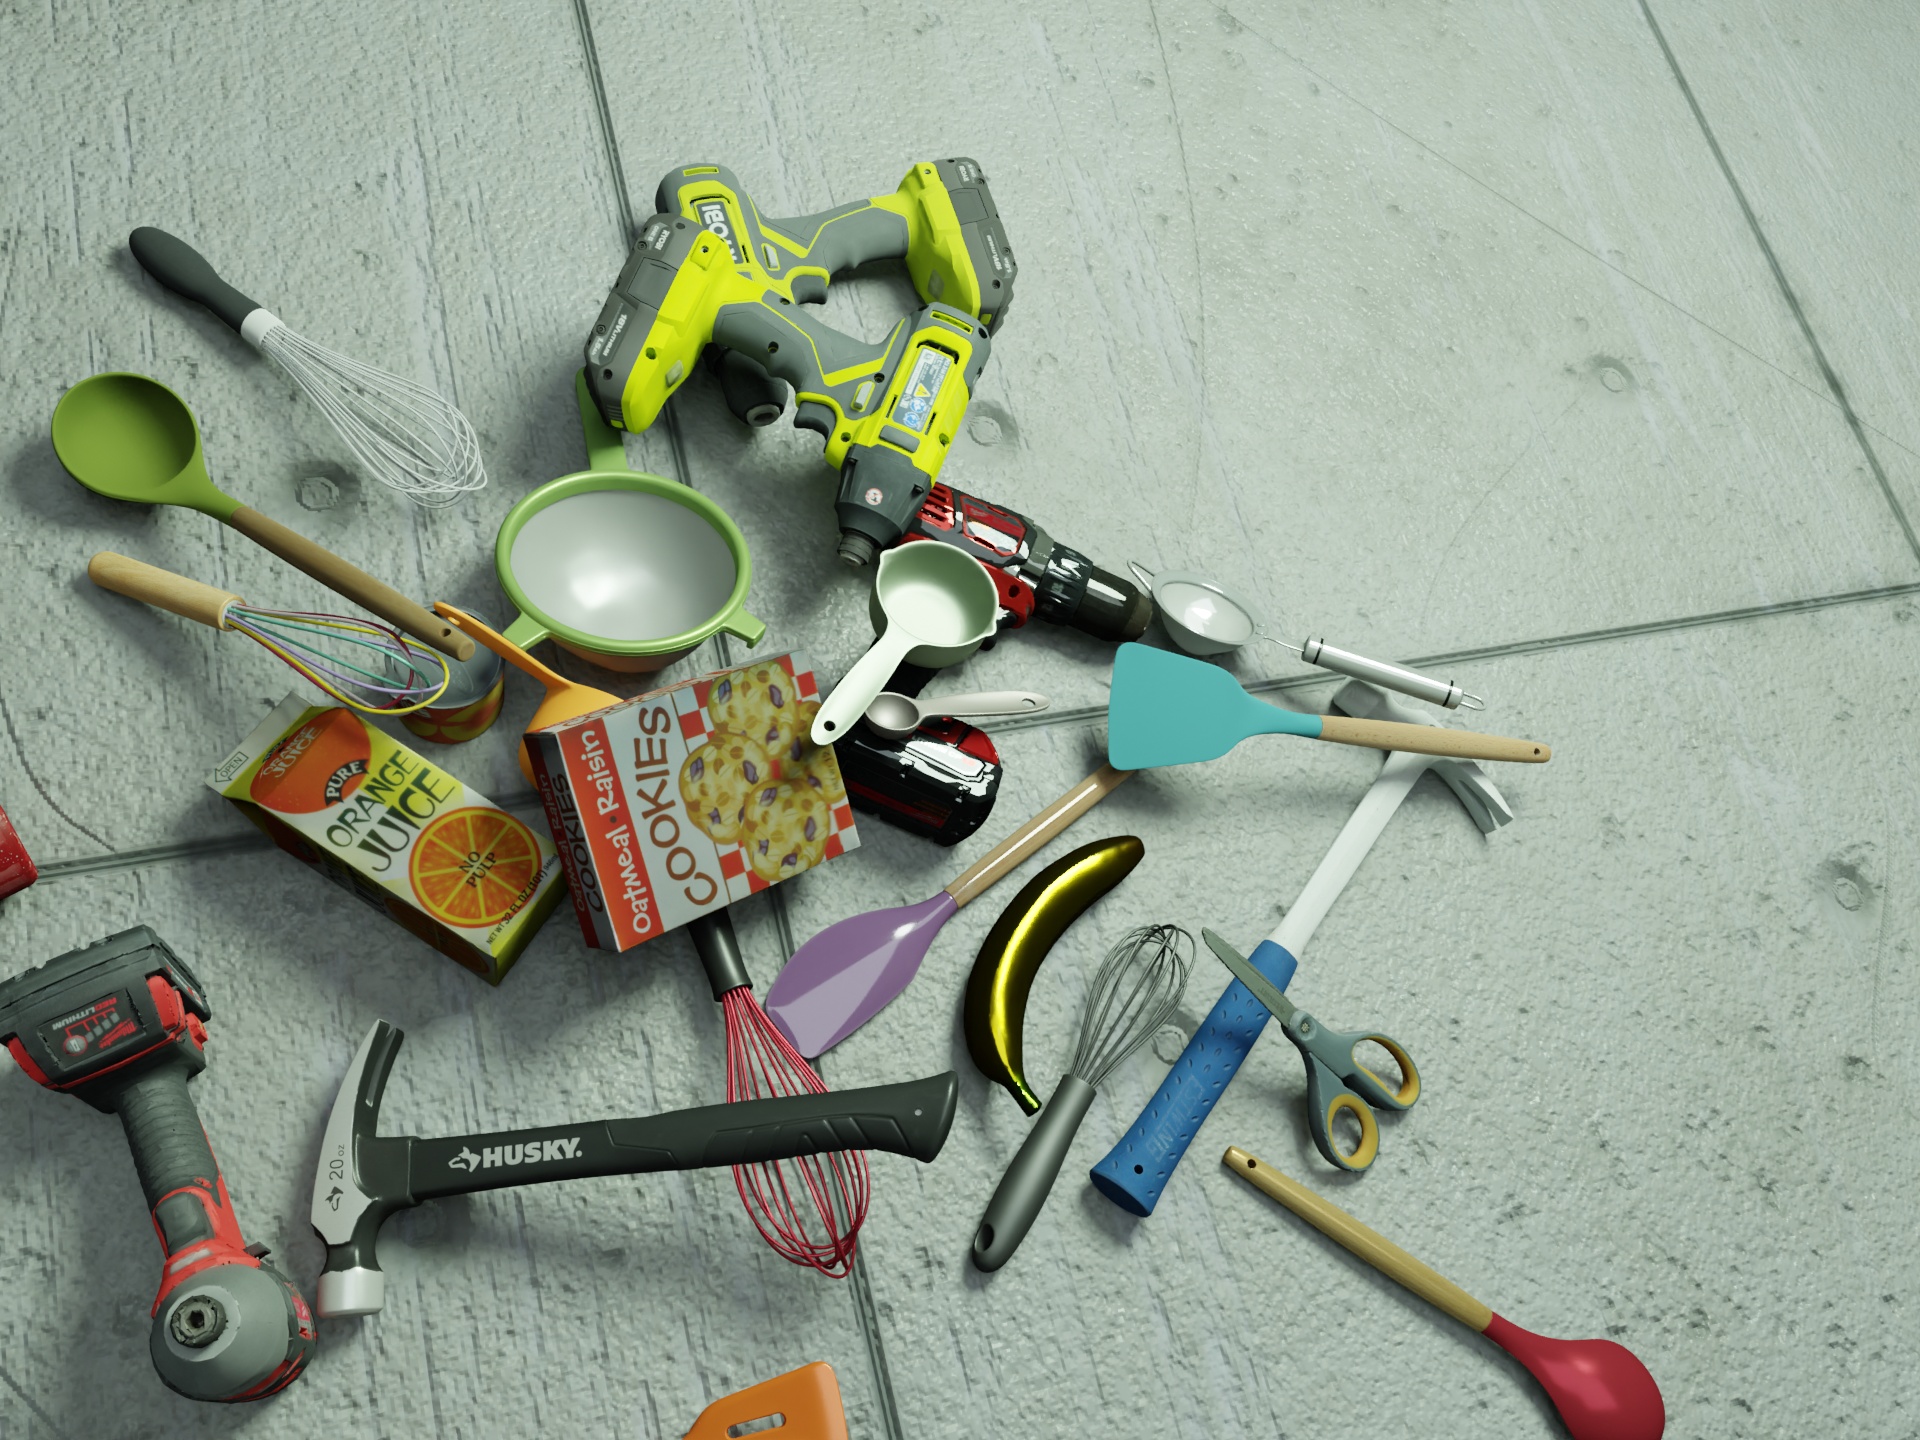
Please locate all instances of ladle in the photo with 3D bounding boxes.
[{"bbox_3d":[0.294,0.346,0.958,0.315,0.031,0.069,33,63,2],"label":"ladle"},{"bbox_3d":[-0.390,-0.112,0.888,0.320,0.062,0.078,28,59,23],"label":"ladle"}]

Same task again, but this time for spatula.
[{"bbox_3d":[0.011,0.096,0.990,0.316,0.018,0.060,-35,77,-25],"label":"spatula"},{"bbox_3d":[0.251,0.006,1.049,0.317,0.044,0.082,7,83,-19],"label":"spatula"},{"bbox_3d":[-0.217,0.385,0.789,0.322,0.041,0.081,-3,69,-16],"label":"spatula"}]

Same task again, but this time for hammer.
[{"bbox_3d":[0.215,0.144,1.016,0.144,0.035,0.405,39,63,3],"label":"hammer"},{"bbox_3d":[-0.166,0.215,0.827,0.335,0.035,0.146,-7,67,1],"label":"hammer"}]

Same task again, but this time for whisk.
[{"bbox_3d":[-0.122,0.172,0.899,0.073,0.073,0.296,-16,67,-21],"label":"whisk"},{"bbox_3d":[0.073,0.218,0.940,0.055,0.055,0.239,33,67,0],"label":"whisk"},{"bbox_3d":[-0.410,-0.226,0.994,0.284,0.070,0.070,37,63,7],"label":"whisk"},{"bbox_3d":[-0.393,-0.052,0.889,0.245,0.051,0.047,18,78,16],"label":"whisk"}]

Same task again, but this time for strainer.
[{"bbox_3d":[0.230,-0.048,1.077,0.258,0.050,0.087,19,33,7],"label":"strainer"},{"bbox_3d":[-0.220,-0.119,1.002,0.151,0.069,0.257,-4,51,-19],"label":"strainer"}]

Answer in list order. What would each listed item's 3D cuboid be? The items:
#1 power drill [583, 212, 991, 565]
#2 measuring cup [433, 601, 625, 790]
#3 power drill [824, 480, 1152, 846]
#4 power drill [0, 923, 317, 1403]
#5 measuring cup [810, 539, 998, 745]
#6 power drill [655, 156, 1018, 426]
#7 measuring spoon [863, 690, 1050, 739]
[{"bbox_3d":[-0.112,-0.207,0.995,0.223,0.080,0.171,23,78,-1],"label":"power drill"},{"bbox_3d":[-0.237,0.001,0.896,0.173,0.095,0.052,41,60,-35],"label":"measuring cup"},{"bbox_3d":[0.014,-0.037,1.018,0.188,0.080,0.227,24,60,-5],"label":"power drill"},{"bbox_3d":[-0.379,0.218,0.761,0.078,0.143,0.220,-25,74,-21],"label":"power drill"},{"bbox_3d":[-0.041,-0.037,0.934,0.083,0.038,0.168,35,58,3],"label":"measuring cup"},{"bbox_3d":[-0.083,-0.303,1.104,0.228,0.080,0.191,-13,71,-17],"label":"power drill"},{"bbox_3d":[-0.002,-0.003,0.945,0.124,0.018,0.034,-5,42,-28],"label":"measuring spoon"}]
